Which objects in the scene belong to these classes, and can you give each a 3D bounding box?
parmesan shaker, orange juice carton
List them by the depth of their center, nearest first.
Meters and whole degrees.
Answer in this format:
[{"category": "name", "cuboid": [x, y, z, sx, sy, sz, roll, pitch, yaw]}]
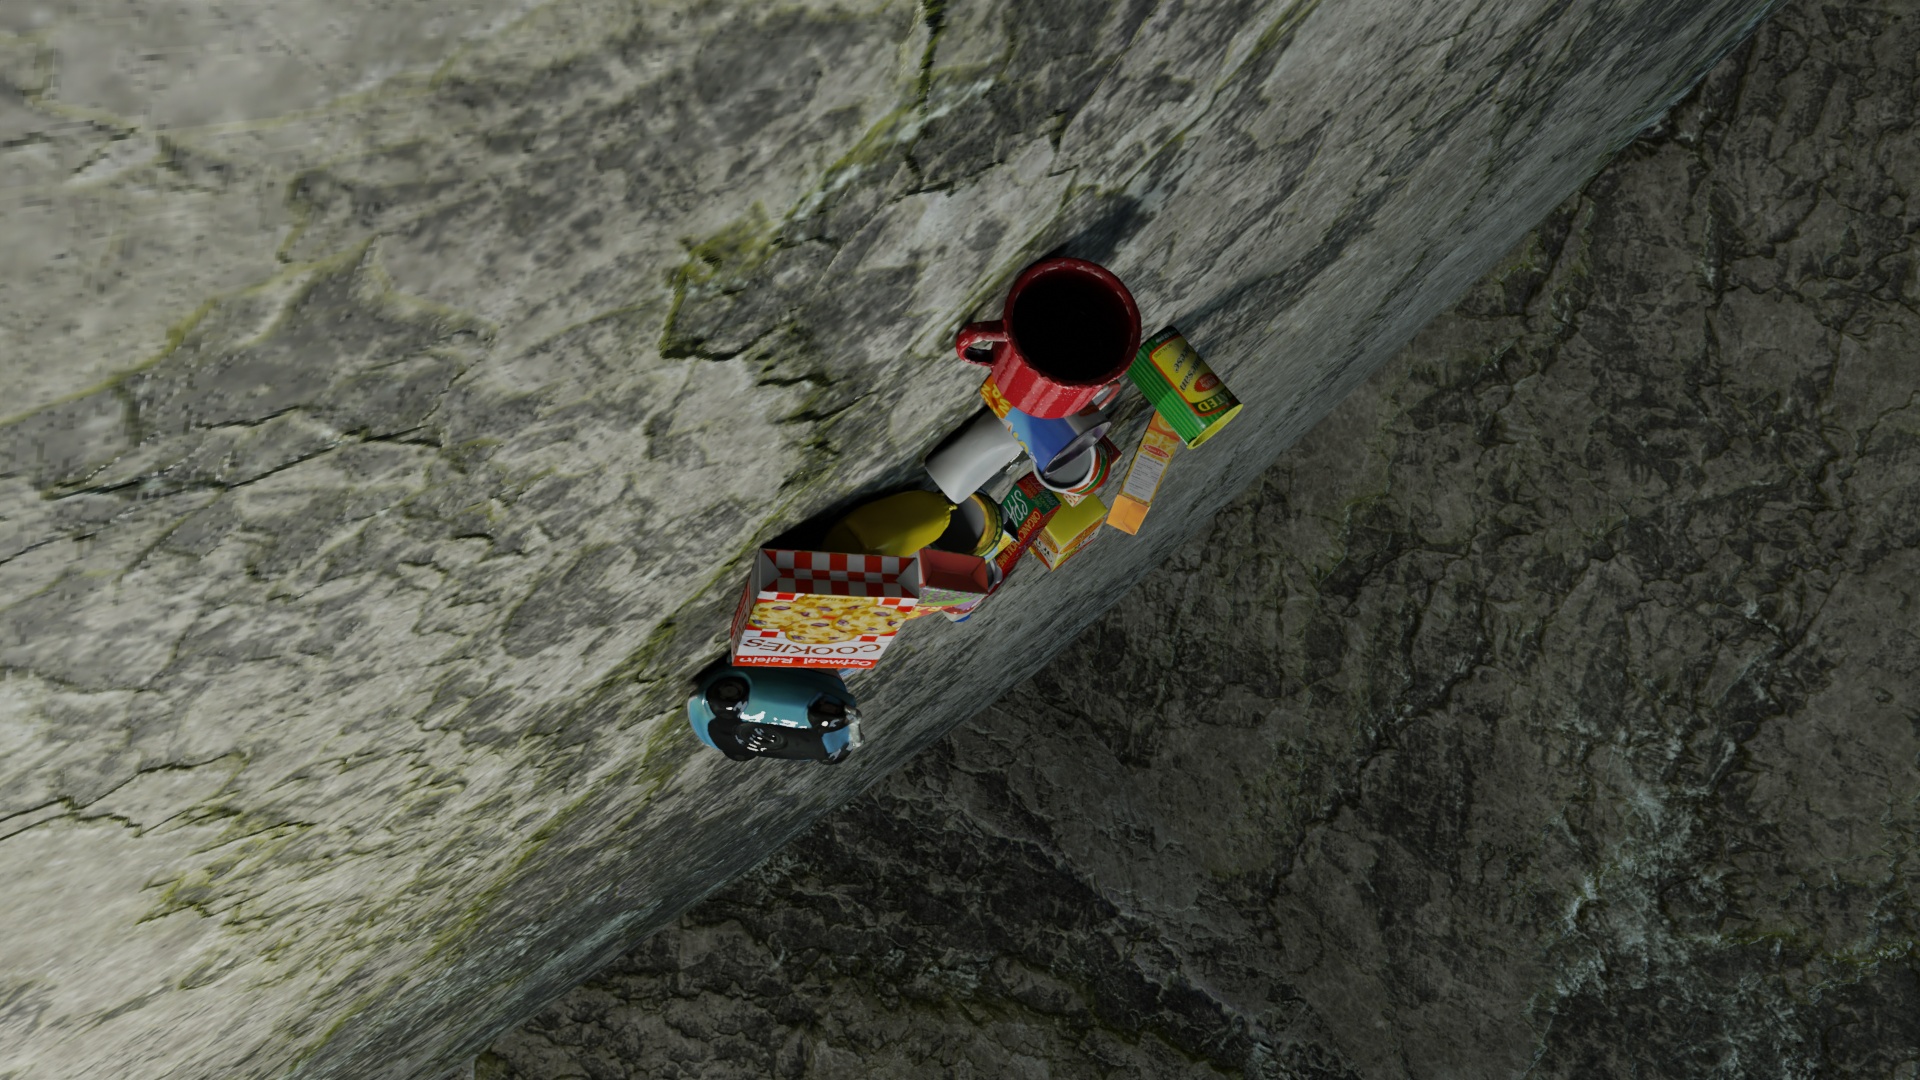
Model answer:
[{"category": "parmesan shaker", "cuboid": [0.213, -0.147, 1.342, 0.071, 0.103, 0.071, -37, 170, -8]}, {"category": "orange juice carton", "cuboid": [0.119, -0.020, 1.667, 0.072, 0.073, 0.192, -38, 170, -8]}]

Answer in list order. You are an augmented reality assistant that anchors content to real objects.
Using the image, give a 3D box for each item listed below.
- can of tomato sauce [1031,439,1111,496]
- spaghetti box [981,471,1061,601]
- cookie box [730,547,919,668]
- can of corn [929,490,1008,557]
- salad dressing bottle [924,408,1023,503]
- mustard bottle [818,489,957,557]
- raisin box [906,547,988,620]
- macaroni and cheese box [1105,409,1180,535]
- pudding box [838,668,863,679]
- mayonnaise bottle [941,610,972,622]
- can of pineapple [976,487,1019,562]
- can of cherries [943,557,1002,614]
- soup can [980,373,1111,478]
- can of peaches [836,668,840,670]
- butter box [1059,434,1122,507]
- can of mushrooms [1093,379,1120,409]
[{"category": "can of tomato sauce", "cuboid": [0.113, -0.081, 1.396, 0.071, 0.071, 0.083, -40, 169, 12]}, {"category": "spaghetti box", "cuboid": [0.051, 0.000, 1.583, 0.029, 0.050, 0.249, -34, 169, -28]}, {"category": "cookie box", "cuboid": [-0.113, 0.058, 1.119, 0.123, 0.040, 0.166, 3, 155, -16]}, {"category": "can of corn", "cuboid": [0.005, -0.016, 1.294, 0.071, 0.071, 0.058, -40, 169, 10]}, {"category": "salad dressing bottle", "cuboid": [0.039, -0.094, 1.144, 0.147, 0.044, 0.064, -40, 168, 5]}, {"category": "mustard bottle", "cuboid": [-0.051, -0.012, 1.170, 0.065, 0.049, 0.161, -45, 169, 34]}, {"category": "raisin box", "cuboid": [-0.049, 0.042, 1.265, 0.123, 0.040, 0.086, -20, 161, 40]}, {"category": "macaroni and cheese box", "cuboid": [0.218, -0.100, 1.547, 0.123, 0.040, 0.167, 94, 21, -76]}, {"category": "pudding box", "cuboid": [-0.134, 0.124, 1.486, 0.030, 0.050, 0.084, -44, 169, 34]}, {"category": "mayonnaise bottle", "cuboid": [0.001, 0.073, 1.765, 0.065, 0.041, 0.147, -35, 171, -11]}, {"category": "can of pineapple", "cuboid": [0.015, -0.009, 1.358, 0.057, 0.071, 0.071, -41, 170, 13]}, {"category": "can of cherries", "cuboid": [0.004, 0.044, 1.552, 0.072, 0.071, 0.058, -32, 168, -32]}, {"category": "soup can", "cuboid": [0.063, -0.101, 1.077, 0.071, 0.084, 0.071, -37, 170, -8]}, {"category": "can of peaches", "cuboid": [-0.123, 0.089, 1.343, 0.071, 0.058, 0.071, -37, 170, -7]}, {"category": "butter box", "cuboid": [0.129, -0.082, 1.488, 0.024, 0.053, 0.103, -35, 171, -31]}, {"category": "can of mushrooms", "cuboid": [0.111, -0.133, 1.247, 0.071, 0.033, 0.071, -36, 169, -8]}]
